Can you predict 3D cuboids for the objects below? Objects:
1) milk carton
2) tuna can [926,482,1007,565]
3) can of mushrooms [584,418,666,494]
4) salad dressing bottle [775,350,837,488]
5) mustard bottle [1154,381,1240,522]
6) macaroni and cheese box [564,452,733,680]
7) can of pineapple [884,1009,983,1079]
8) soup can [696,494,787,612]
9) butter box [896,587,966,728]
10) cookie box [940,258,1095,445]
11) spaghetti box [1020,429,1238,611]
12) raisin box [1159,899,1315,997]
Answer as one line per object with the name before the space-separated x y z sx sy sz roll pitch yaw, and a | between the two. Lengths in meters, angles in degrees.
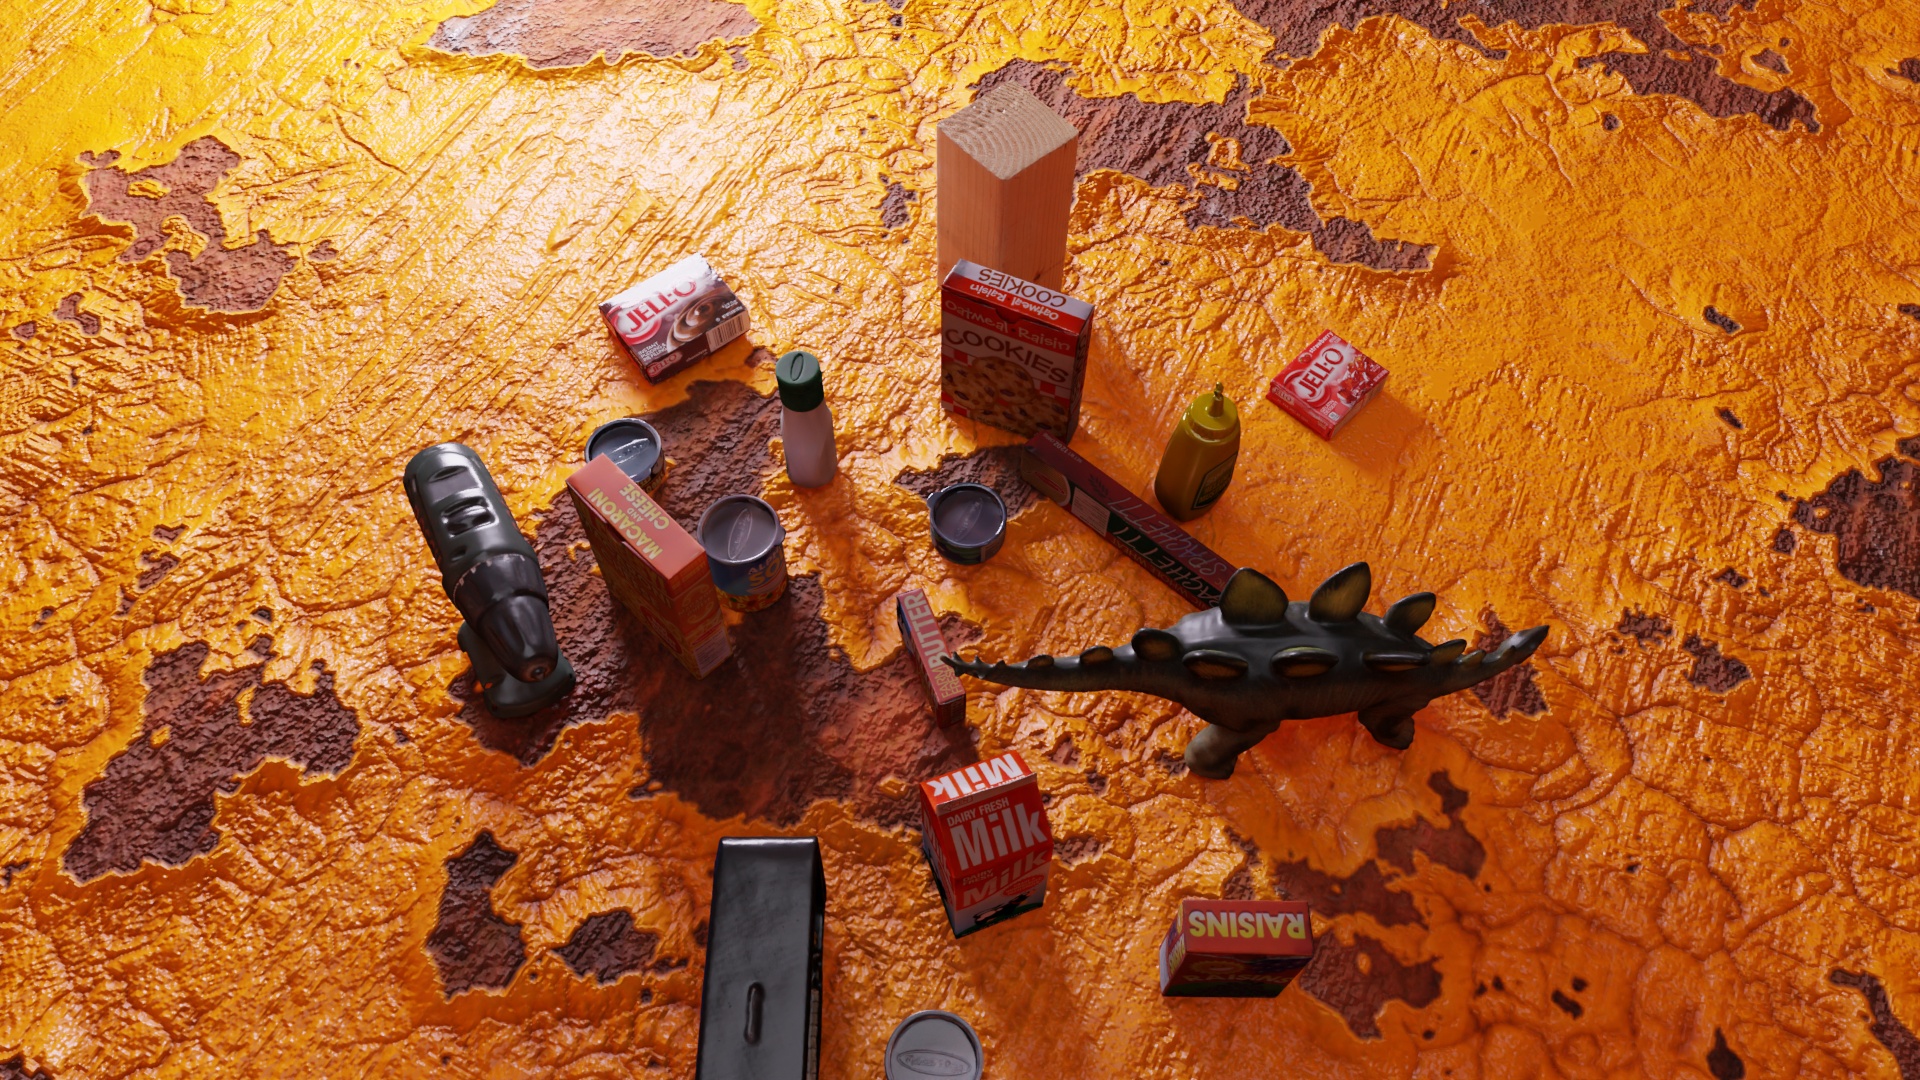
milk carton | 0.017 0.206 0.962 0.072 0.189 0.074 -17 61 -11
tuna can | 0.004 -0.015 1.188 0.071 0.032 0.071 1 59 -1
can of mushrooms | -0.291 -0.069 1.215 0.071 0.033 0.071 1 59 -1
salad dressing bottle | -0.131 -0.101 1.171 0.044 0.147 0.064 7 59 3
mustard bottle | 0.202 -0.077 1.155 0.065 0.159 0.049 -35 66 -20
macaroni and cheese box | -0.240 0.024 1.082 0.124 0.165 0.040 41 66 21
can of pineapple | -0.019 0.361 0.944 0.071 0.057 0.071 0 59 -1
soup can | -0.175 0.012 1.138 0.071 0.083 0.071 0 59 -1
butter box | -0.024 0.094 1.109 0.024 0.053 0.104 -18 61 -11
cookie box | 0.045 -0.156 1.196 0.123 0.166 0.040 21 61 11
spaghetti box | 0.154 -0.005 1.175 0.250 0.050 0.029 38 65 20
raisin box | 0.187 0.283 0.957 0.086 0.122 0.040 2 59 0
